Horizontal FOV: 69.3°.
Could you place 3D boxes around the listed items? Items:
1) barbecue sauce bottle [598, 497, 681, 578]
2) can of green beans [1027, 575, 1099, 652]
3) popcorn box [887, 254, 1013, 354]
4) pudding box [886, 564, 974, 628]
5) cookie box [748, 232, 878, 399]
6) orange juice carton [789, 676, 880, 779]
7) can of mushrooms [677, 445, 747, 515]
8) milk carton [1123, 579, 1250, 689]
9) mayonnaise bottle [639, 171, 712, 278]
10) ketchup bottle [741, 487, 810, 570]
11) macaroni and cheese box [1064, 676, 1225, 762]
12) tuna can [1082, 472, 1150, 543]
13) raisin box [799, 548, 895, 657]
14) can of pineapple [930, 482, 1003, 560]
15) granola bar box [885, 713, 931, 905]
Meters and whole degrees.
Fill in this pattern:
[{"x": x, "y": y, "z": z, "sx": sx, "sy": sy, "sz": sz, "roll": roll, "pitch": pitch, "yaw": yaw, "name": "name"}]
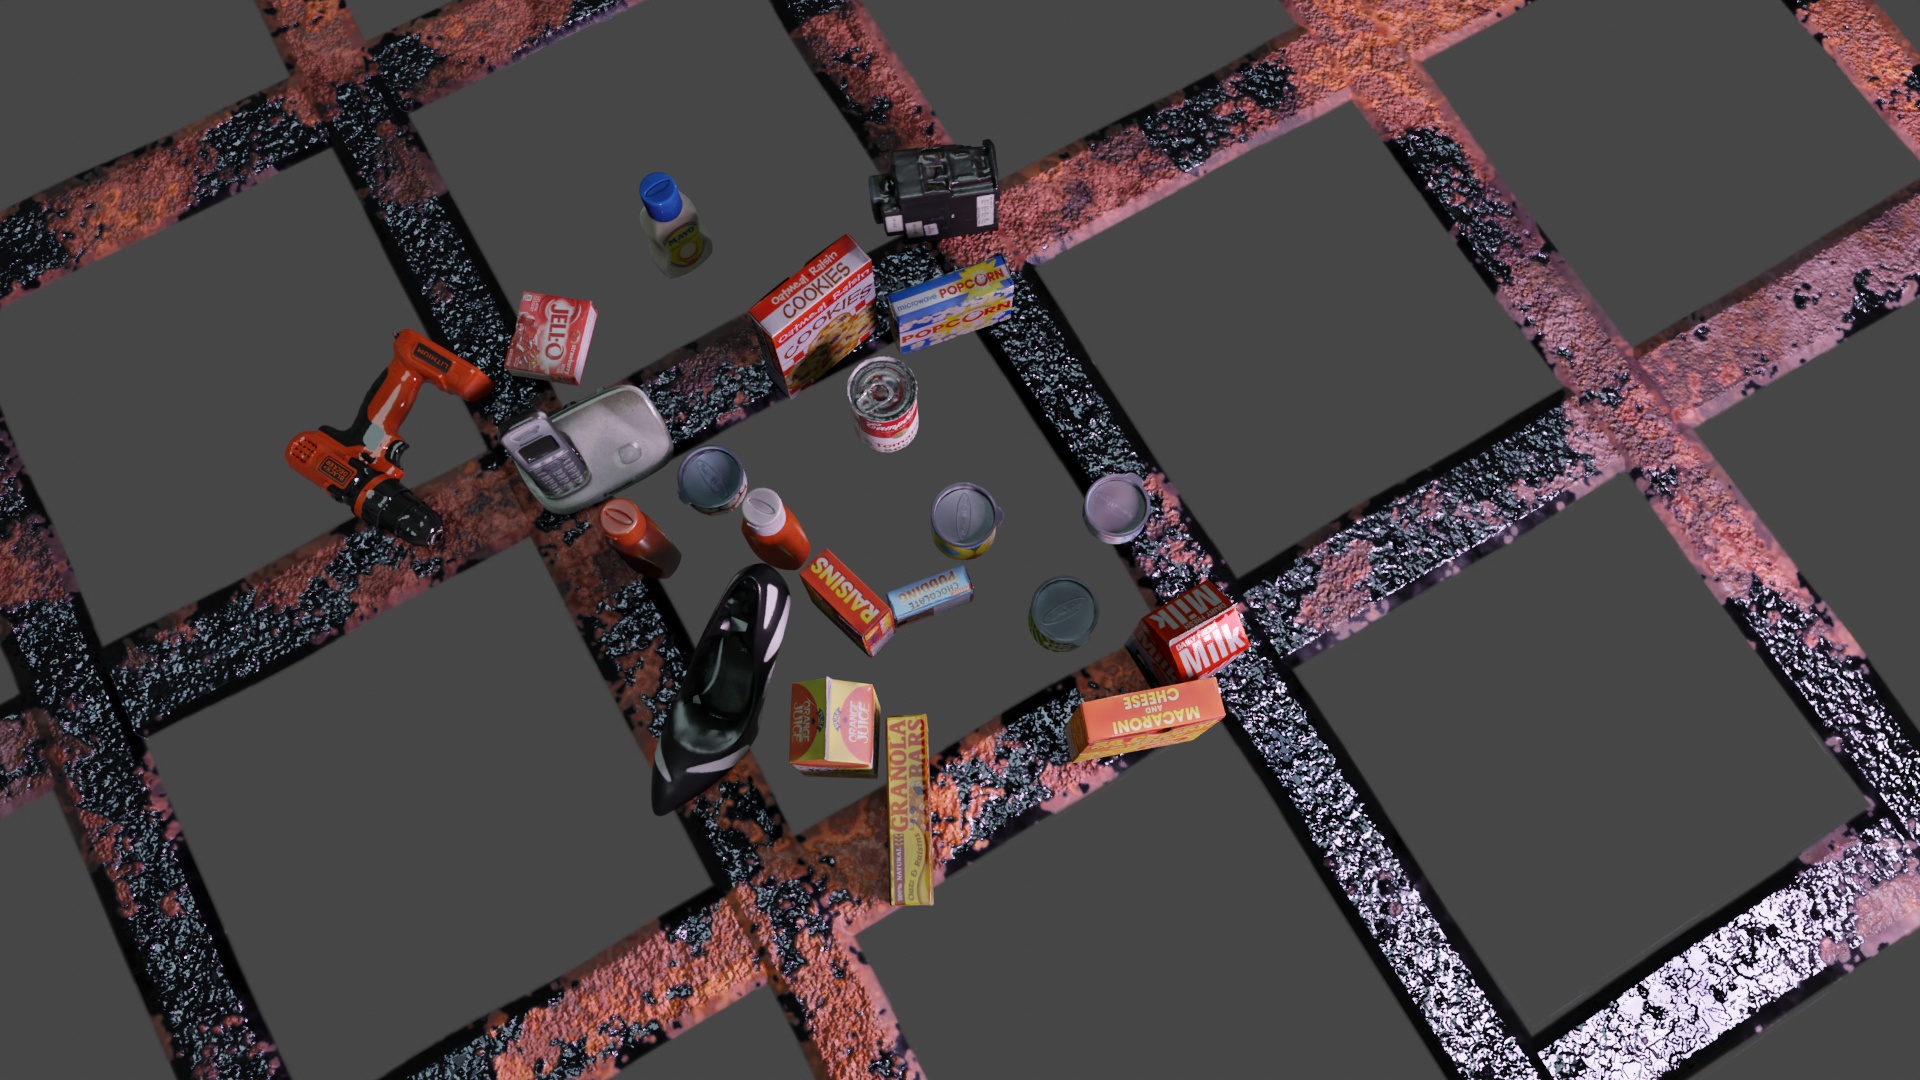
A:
[{"x": -0.310, "y": -0.003, "z": 1.324, "sx": 0.065, "sy": 0.148, "sz": 0.044, "roll": 26, "pitch": 77, "yaw": 6, "name": "barbecue sauce bottle"}, {"x": 0.100, "y": 0.073, "z": 1.355, "sx": 0.071, "sy": 0.057, "sz": 0.071, "roll": 0, "pitch": 75, "yaw": -1, "name": "can of green beans"}, {"x": -0.011, "y": -0.240, "z": 1.424, "sx": 0.127, "sy": 0.085, "sz": 0.038, "roll": -20, "pitch": 77, "yaw": -6, "name": "popcorn box"}, {"x": -0.030, "y": 0.056, "z": 1.362, "sx": 0.084, "sy": 0.049, "sz": 0.030, "roll": -20, "pitch": 77, "yaw": -6, "name": "pudding box"}, {"x": -0.142, "y": -0.219, "z": 1.374, "sx": 0.123, "sy": 0.167, "sz": 0.040, "roll": -41, "pitch": 80, "yaw": -10, "name": "cookie box"}, {"x": -0.113, "y": 0.172, "z": 1.256, "sx": 0.073, "sy": 0.192, "sz": 0.072, "roll": 1, "pitch": 76, "yaw": 0, "name": "orange juice carton"}, {"x": -0.251, "y": -0.059, "z": 1.399, "sx": 0.071, "sy": 0.033, "sz": 0.071, "roll": 0, "pitch": 75, "yaw": -1, "name": "can of mushrooms"}, {"x": 0.209, "y": 0.093, "z": 1.283, "sx": 0.072, "sy": 0.190, "sz": 0.073, "roll": -30, "pitch": 78, "yaw": -8, "name": "milk carton"}, {"x": -0.293, "y": -0.321, "z": 1.410, "sx": 0.065, "sy": 0.147, "sz": 0.041, "roll": -36, "pitch": 79, "yaw": -9, "name": "mayonnaise bottle"}, {"x": -0.181, "y": -0.012, "z": 1.327, "sx": 0.065, "sy": 0.148, "sz": 0.043, "roll": 27, "pitch": 77, "yaw": 6, "name": "ketchup bottle"}, {"x": 0.165, "y": 0.167, "z": 1.275, "sx": 0.124, "sy": 0.166, "sz": 0.040, "roll": -11, "pitch": 76, "yaw": -3, "name": "macaroni and cheese box"}, {"x": 0.157, "y": -0.033, "z": 1.398, "sx": 0.071, "sy": 0.032, "sz": 0.071, "roll": 0, "pitch": 75, "yaw": -1, "name": "tuna can"}, {"x": -0.107, "y": 0.061, "z": 1.322, "sx": 0.086, "sy": 0.123, "sz": 0.040, "roll": 44, "pitch": 79, "yaw": 10, "name": "raisin box"}, {"x": 0.005, "y": -0.017, "z": 1.378, "sx": 0.071, "sy": 0.057, "sz": 0.071, "roll": 0, "pitch": 75, "yaw": -1, "name": "can of pineapple"}, {"x": -0.047, "y": 0.249, "z": 1.272, "sx": 0.039, "sy": 0.124, "sz": 0.166, "roll": -2, "pitch": 75, "yaw": -1, "name": "granola bar box"}]
